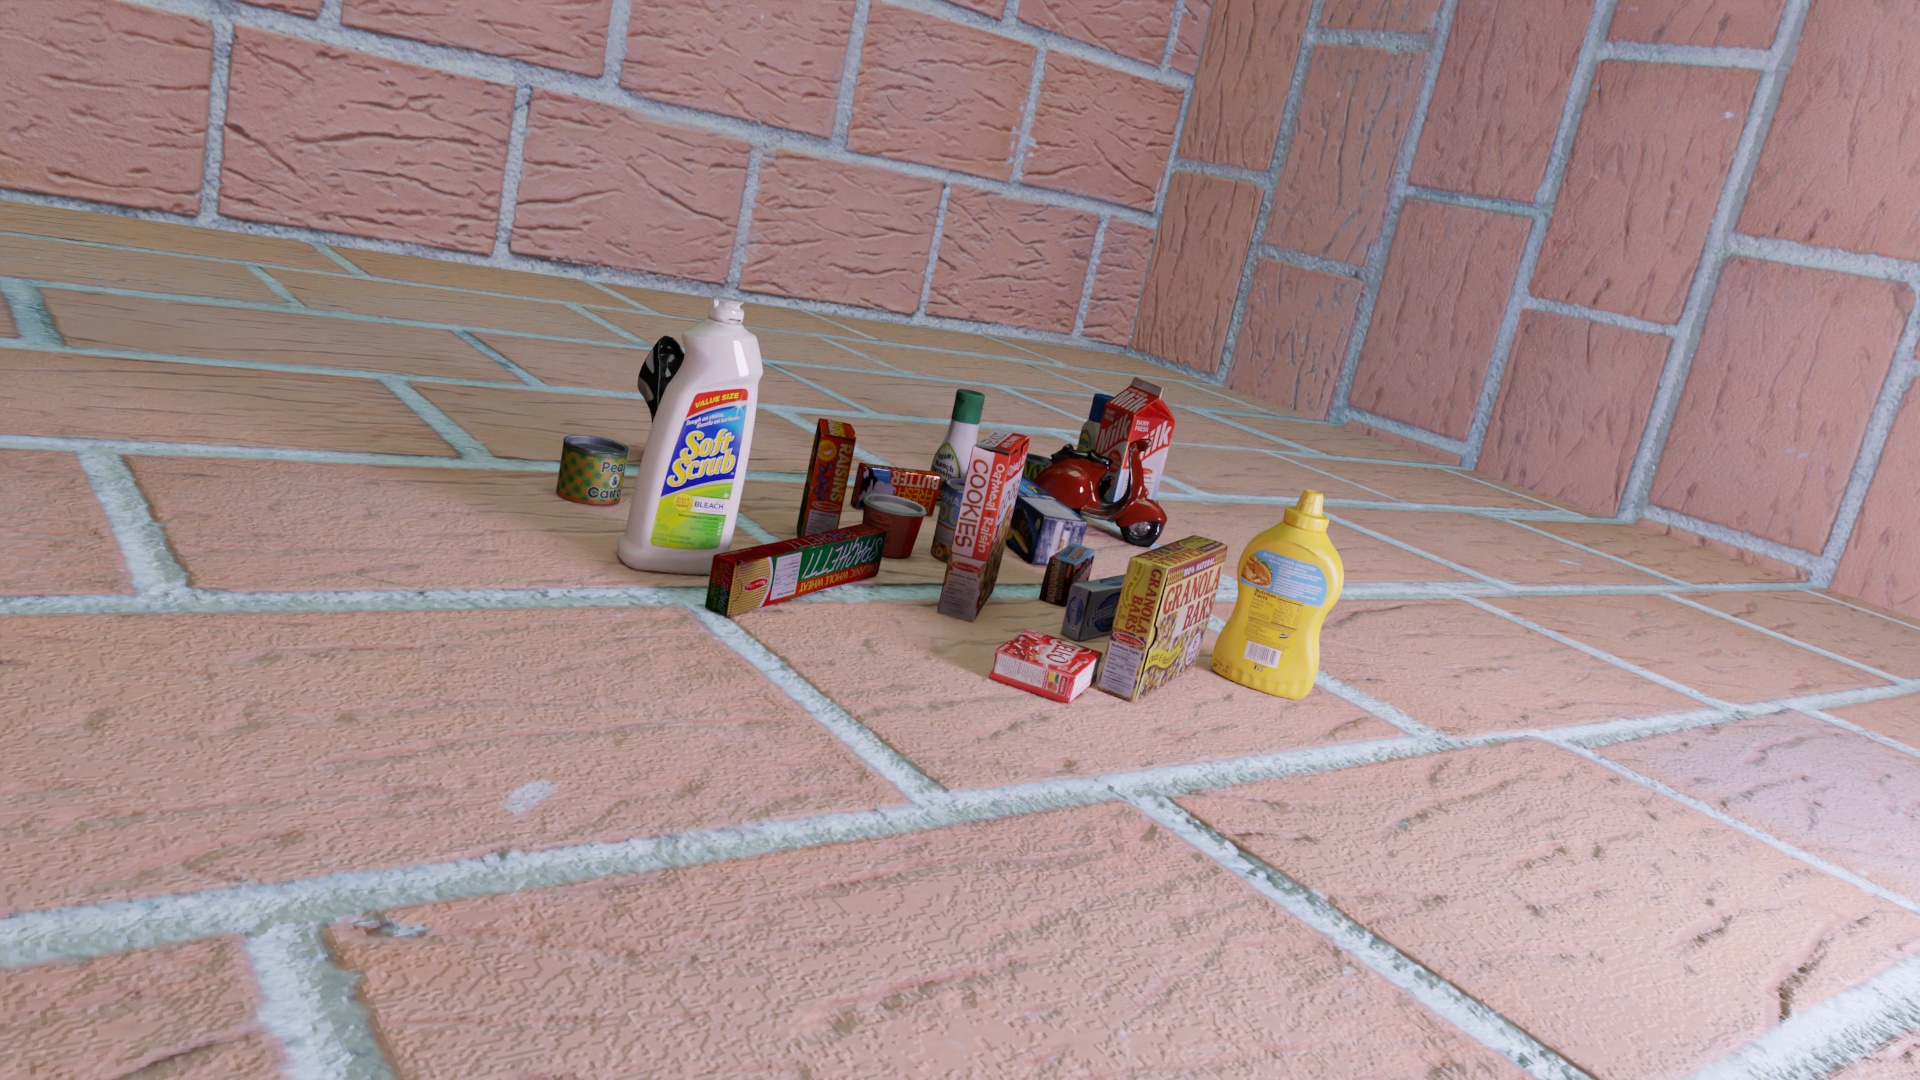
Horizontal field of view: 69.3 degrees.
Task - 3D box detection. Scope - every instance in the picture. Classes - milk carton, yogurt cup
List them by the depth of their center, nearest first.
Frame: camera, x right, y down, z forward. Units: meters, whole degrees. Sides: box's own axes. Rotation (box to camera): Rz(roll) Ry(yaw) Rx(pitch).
[{"bbox_3d":[-0.075,-0.014,1.482,0.072,0.053,0.072,12,14,-3],"label":"yogurt cup"},{"bbox_3d":[0.233,-0.124,1.893,0.073,0.190,0.072,4,16,-31],"label":"milk carton"}]

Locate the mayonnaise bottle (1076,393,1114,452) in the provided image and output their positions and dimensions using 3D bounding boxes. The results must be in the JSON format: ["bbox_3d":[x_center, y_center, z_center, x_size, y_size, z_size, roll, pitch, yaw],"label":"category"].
[{"bbox_3d":[0.191,-0.135,1.987,0.041,0.147,0.065,7,15,-23],"label":"mayonnaise bottle"}]

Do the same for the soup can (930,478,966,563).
[{"bbox_3d":[0.005,-0.019,1.509,0.071,0.083,0.071,12,14,-3],"label":"soup can"}]

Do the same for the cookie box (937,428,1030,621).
[{"bbox_3d":[0.024,-0.018,1.352,0.040,0.167,0.123,15,14,8],"label":"cookie box"}]

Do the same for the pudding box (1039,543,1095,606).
[{"bbox_3d":[0.113,0.035,1.462,0.030,0.049,0.084,17,15,18],"label":"pudding box"}]

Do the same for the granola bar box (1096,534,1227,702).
[{"bbox_3d":[0.185,0.067,1.251,0.039,0.124,0.166,19,15,25],"label":"granola bar box"}]

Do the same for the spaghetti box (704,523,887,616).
[{"bbox_3d":[-0.145,0.024,1.283,0.029,0.050,0.251,19,16,24],"label":"spaghetti box"}]

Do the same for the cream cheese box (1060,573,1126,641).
[{"bbox_3d":[0.140,0.065,1.363,0.024,0.053,0.104,22,17,34],"label":"cream cheese box"}]

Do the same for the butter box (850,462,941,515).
[{"bbox_3d":[-0.077,-0.061,1.661,0.104,0.053,0.024,5,16,-28],"label":"butter box"}]

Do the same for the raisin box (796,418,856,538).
[{"bbox_3d":[-0.141,-0.059,1.456,0.040,0.123,0.086,10,14,-10],"label":"raisin box"}]

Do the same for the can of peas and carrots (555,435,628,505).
[{"bbox_3d":[-0.378,-0.072,1.433,0.071,0.058,0.071,12,14,-3],"label":"can of peas and carrots"}]

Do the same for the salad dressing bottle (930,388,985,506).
[{"bbox_3d":[-0.002,-0.115,1.744,0.044,0.147,0.064,-1,19,-44],"label":"salad dressing bottle"}]

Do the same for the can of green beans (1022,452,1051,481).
[{"bbox_3d":[0.097,-0.083,1.889,0.071,0.057,0.071,12,14,-3],"label":"can of green beans"}]
